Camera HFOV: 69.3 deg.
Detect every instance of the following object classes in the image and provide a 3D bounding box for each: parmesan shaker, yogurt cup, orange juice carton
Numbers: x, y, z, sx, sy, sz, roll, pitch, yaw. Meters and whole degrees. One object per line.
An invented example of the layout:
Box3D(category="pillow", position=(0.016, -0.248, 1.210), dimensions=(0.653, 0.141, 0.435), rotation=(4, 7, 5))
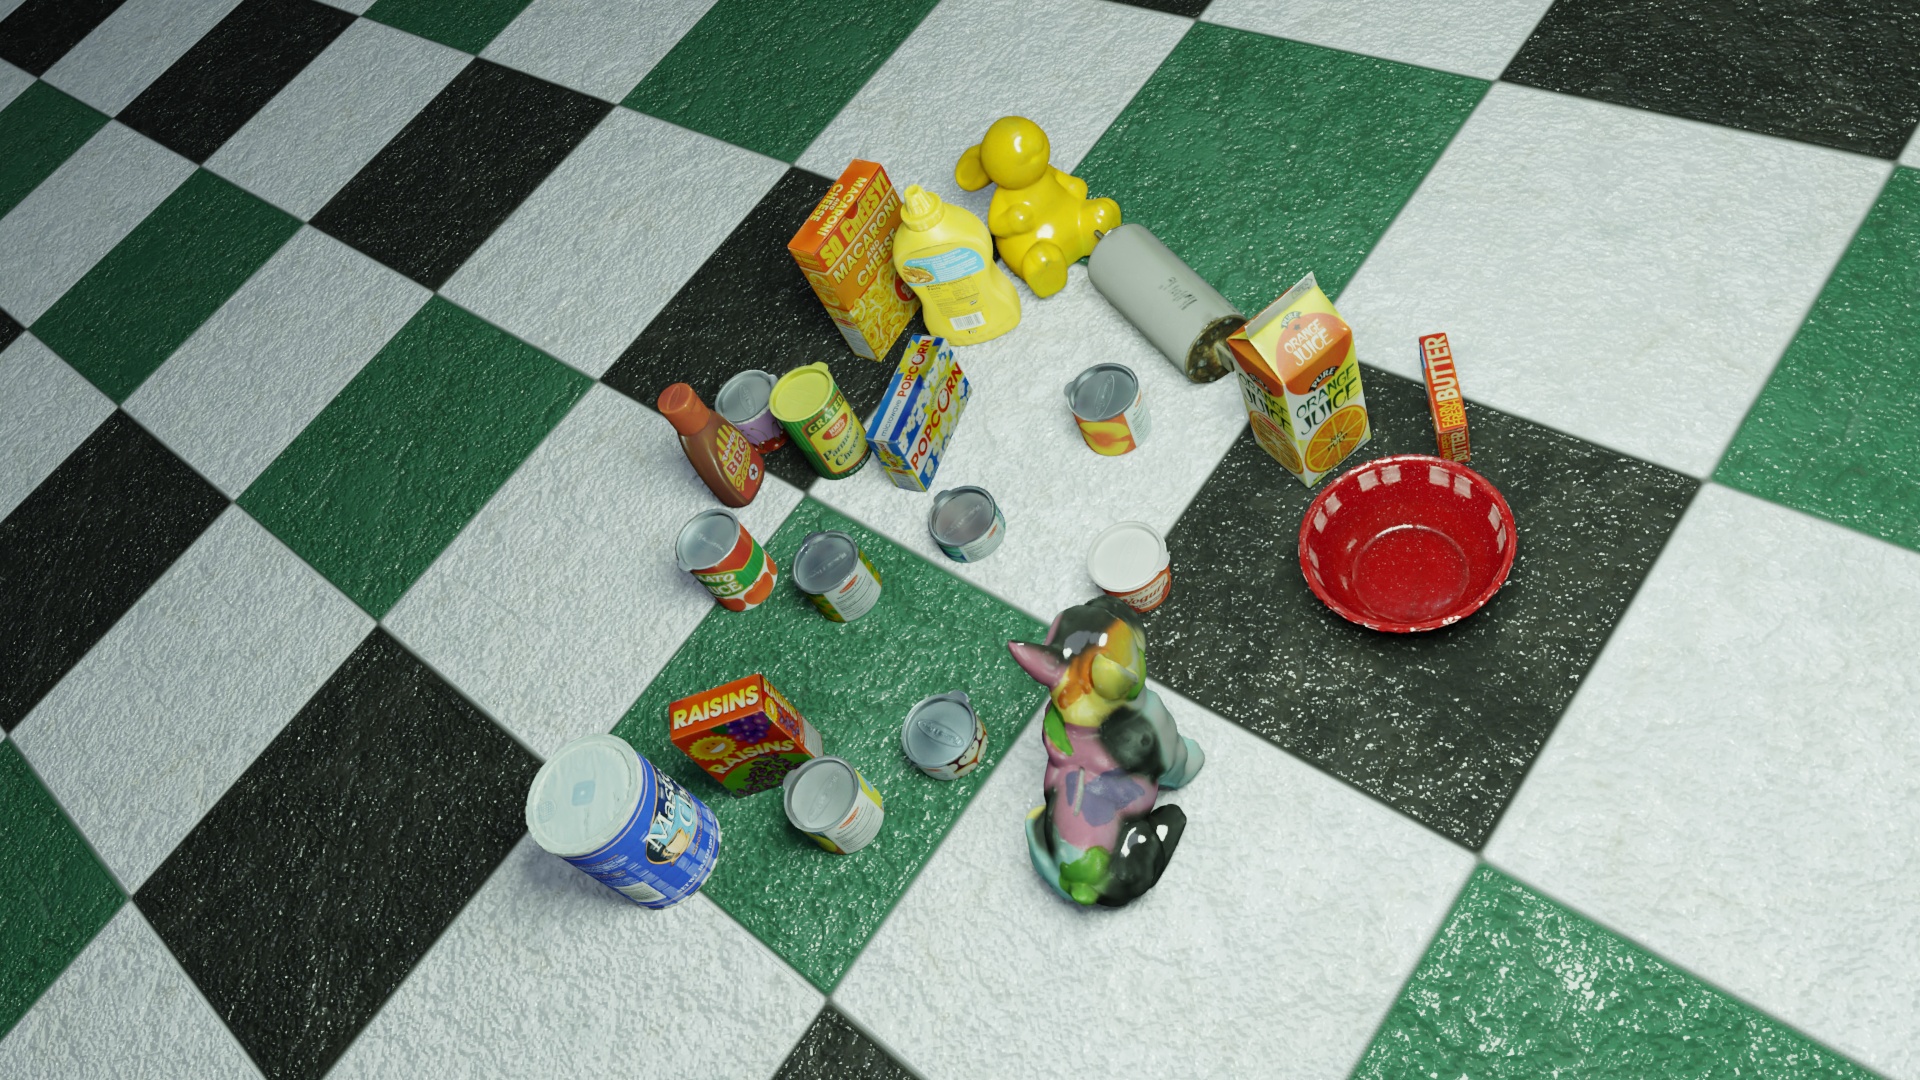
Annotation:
Box3D(category="parmesan shaker", position=(-0.132, -0.115, 1.350), dimensions=(0.071, 0.102, 0.071), rotation=(-11, 55, 16))
Box3D(category="yogurt cup", position=(0.145, 0.025, 1.171), dimensions=(0.072, 0.053, 0.073), rotation=(-11, 55, 16))
Box3D(category="orange juice carton", position=(0.275, -0.135, 1.136), dimensions=(0.072, 0.192, 0.073), rotation=(-38, 52, -4))

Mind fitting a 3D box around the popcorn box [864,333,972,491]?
Box3D(category="popcorn box", position=(-0.039, -0.122, 1.327), dimensions=(0.038, 0.085, 0.127), rotation=(9, 62, 28))

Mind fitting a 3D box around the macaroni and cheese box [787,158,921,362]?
Box3D(category="macaroni and cheese box", position=(-0.093, -0.281, 1.405), dimensions=(0.040, 0.166, 0.124), rotation=(20, 68, 32))

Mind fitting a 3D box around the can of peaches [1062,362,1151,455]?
Box3D(category="can of peaches", position=(0.135, -0.120, 1.270), dimensions=(0.071, 0.058, 0.071), rotation=(-11, 55, 16))

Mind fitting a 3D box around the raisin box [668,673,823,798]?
Box3D(category="raisin box", position=(-0.178, 0.165, 1.169), dimensions=(0.086, 0.123, 0.040), rotation=(-19, 53, 11))

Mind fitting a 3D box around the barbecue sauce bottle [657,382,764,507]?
Box3D(category="barbecue sauce bottle", position=(-0.244, -0.095, 1.355), dimensions=(0.043, 0.148, 0.065), rotation=(1, 59, 24))

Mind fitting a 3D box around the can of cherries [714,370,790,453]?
Box3D(category="can of cherries", position=(-0.206, -0.132, 1.421), dimensions=(0.071, 0.058, 0.072), rotation=(-11, 55, 16))

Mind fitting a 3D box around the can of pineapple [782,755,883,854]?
Box3D(category="can of pineapple", position=(-0.104, 0.217, 1.144), dimensions=(0.071, 0.057, 0.071), rotation=(-11, 55, 16))

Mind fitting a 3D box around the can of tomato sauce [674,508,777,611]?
Box3D(category="can of tomato sauce", position=(-0.220, 0.021, 1.309), dimensions=(0.071, 0.082, 0.071), rotation=(-11, 55, 16))

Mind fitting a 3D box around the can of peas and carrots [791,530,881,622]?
Box3D(category="can of peas and carrots", position=(-0.114, 0.032, 1.272), dimensions=(0.071, 0.058, 0.071), rotation=(-11, 55, 16))

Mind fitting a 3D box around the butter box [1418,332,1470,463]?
Box3D(category="butter box", position=(0.404, -0.118, 1.159), dimensions=(0.024, 0.053, 0.104), rotation=(-10, 55, 17))

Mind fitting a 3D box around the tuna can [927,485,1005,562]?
Box3D(category="tuna can", position=(0.005, -0.016, 1.271), dimensions=(0.071, 0.032, 0.071), rotation=(-11, 55, 16))

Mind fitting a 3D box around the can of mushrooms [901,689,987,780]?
Box3D(category="can of mushrooms", position=(-0.012, 0.162, 1.158), dimensions=(0.071, 0.033, 0.071), rotation=(-11, 55, 16))
